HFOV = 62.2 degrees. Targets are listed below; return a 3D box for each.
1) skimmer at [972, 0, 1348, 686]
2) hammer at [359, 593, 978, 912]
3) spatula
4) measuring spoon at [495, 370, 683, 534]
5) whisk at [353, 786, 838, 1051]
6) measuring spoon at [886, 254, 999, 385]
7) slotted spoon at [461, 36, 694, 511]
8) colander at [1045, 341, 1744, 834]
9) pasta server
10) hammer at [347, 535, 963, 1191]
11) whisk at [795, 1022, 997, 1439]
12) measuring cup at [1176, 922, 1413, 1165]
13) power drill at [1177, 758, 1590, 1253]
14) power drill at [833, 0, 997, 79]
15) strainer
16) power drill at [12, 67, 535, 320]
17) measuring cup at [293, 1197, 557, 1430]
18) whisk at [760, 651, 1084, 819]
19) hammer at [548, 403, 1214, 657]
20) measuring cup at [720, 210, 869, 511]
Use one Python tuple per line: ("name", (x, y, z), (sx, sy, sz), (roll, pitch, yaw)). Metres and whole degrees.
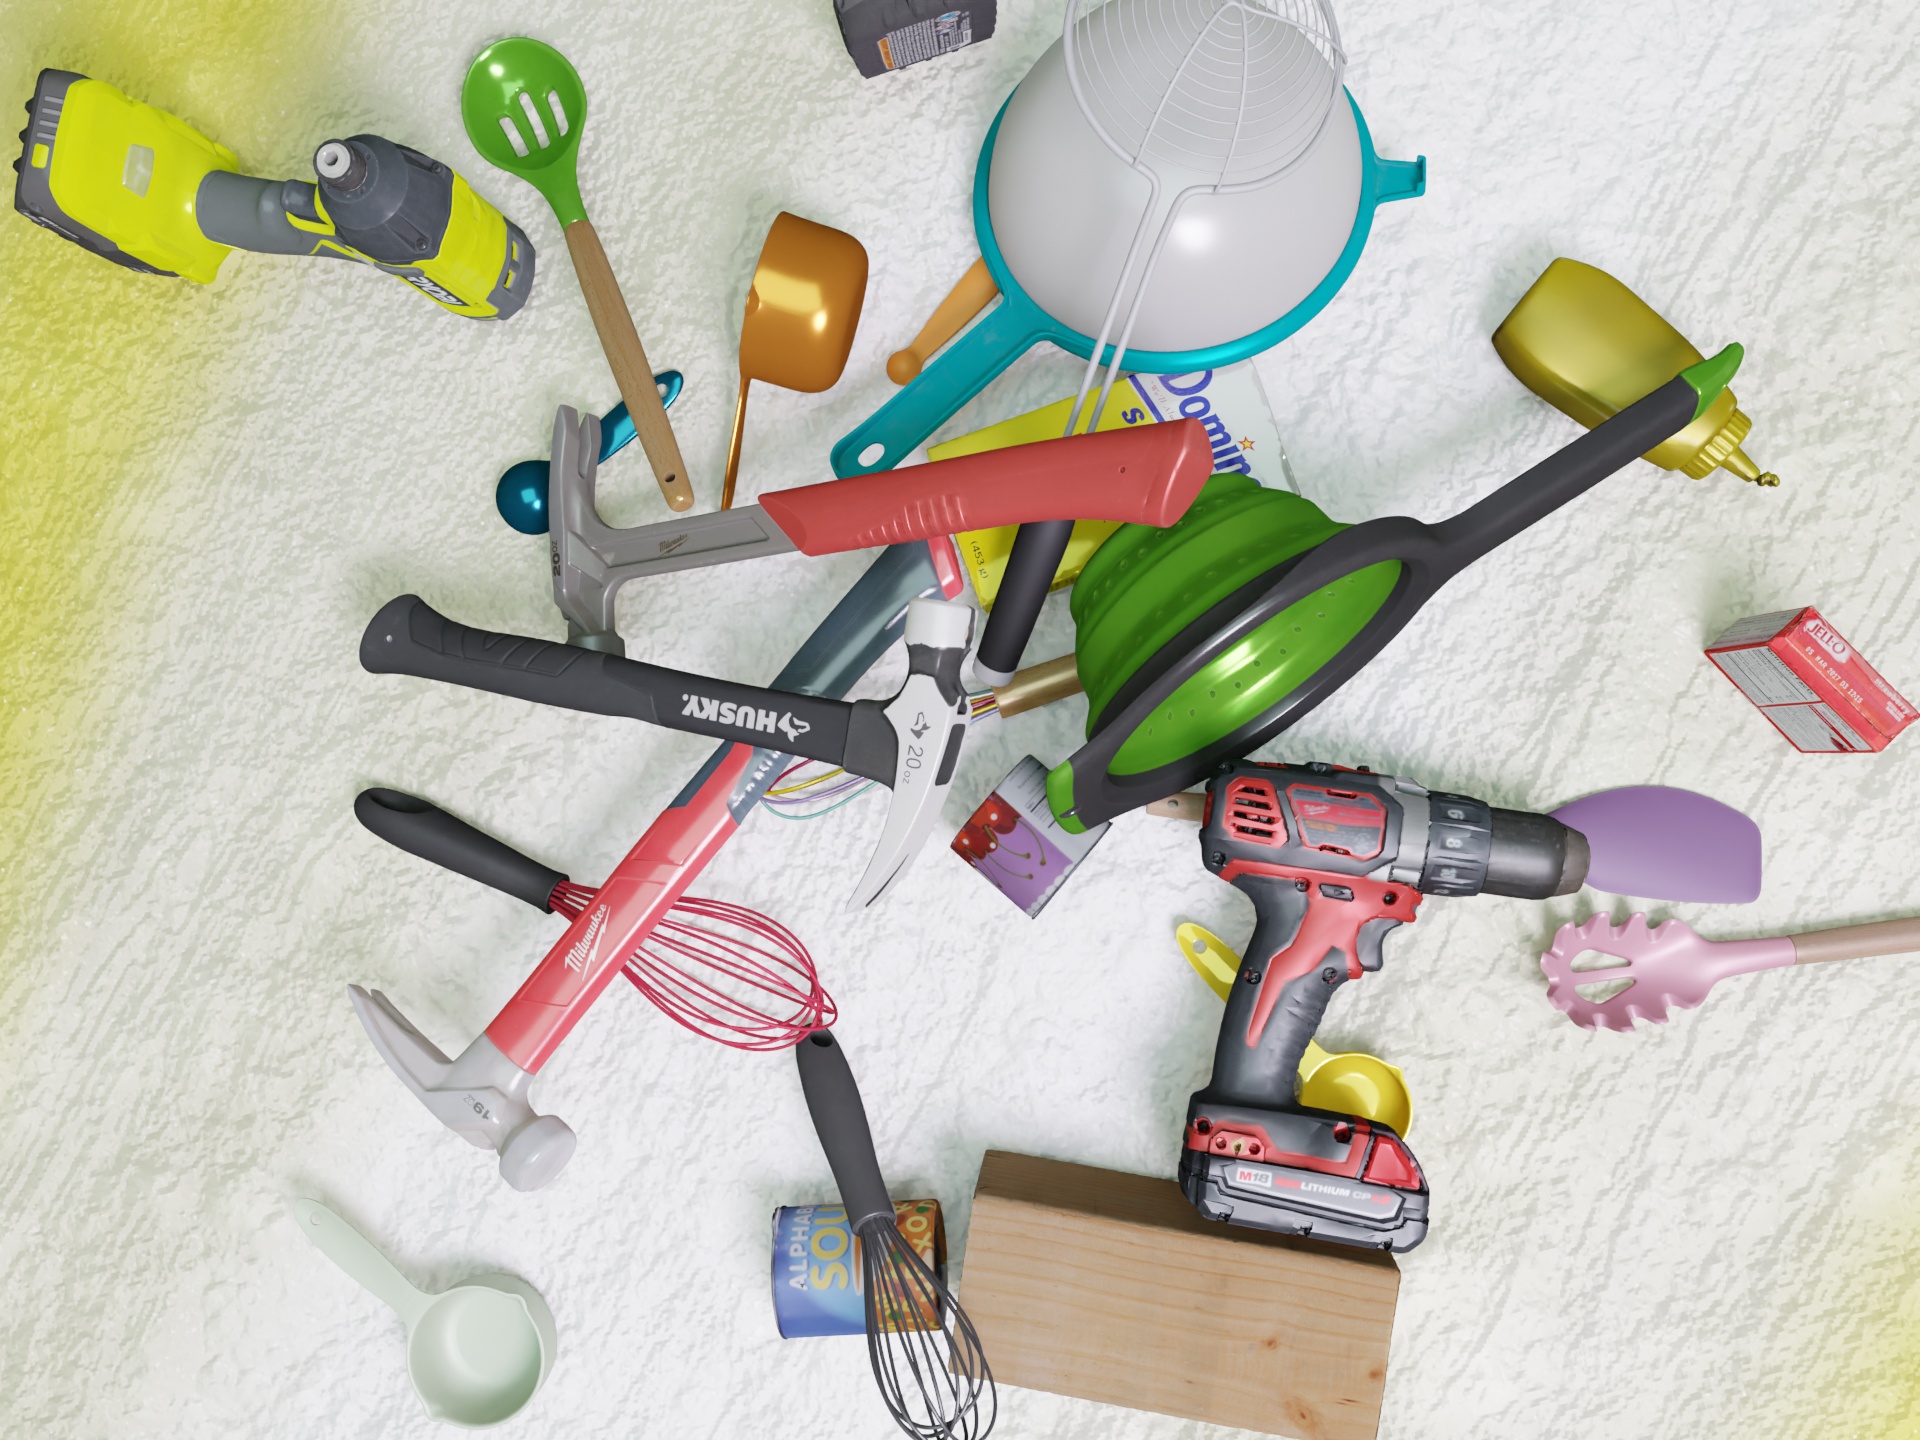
("skimmer", (0.069, -0.185, 0.756), (0.127, 0.090, 0.363), (14, 122, -8))
("hammer", (-0.156, -0.008, 0.777), (0.335, 0.035, 0.146), (11, 94, 21))
("spatula", (0.256, 0.055, 0.832), (0.316, 0.018, 0.060), (4, 78, 5))
("measuring spoon", (-0.205, -0.152, 0.877), (0.128, 0.021, 0.042), (-39, 85, 3))
("whisk", (-0.199, 0.101, 0.854), (0.296, 0.073, 0.073), (23, 90, 10))
("measuring spoon", (0.002, -0.229, 0.866), (0.021, 0.011, 0.117), (43, 92, 5))
("slotted spoon", (-0.195, -0.237, 0.836), (0.070, 0.031, 0.314), (-26, 68, 4))
("colander", (0.189, -0.095, 0.769), (0.397, 0.204, 0.095), (-32, 70, -3))
("pasta server", (0.450, 0.112, 0.803), (0.316, 0.040, 0.060), (-8, 77, 4))
("hammer", (-0.142, 0.040, 0.809), (0.143, 0.038, 0.386), (37, 84, 19))
("whisk", (-0.040, 0.246, 0.785), (0.055, 0.055, 0.239), (-29, 49, 4))
("measuring cup", (0.170, 0.165, 0.835), (0.062, 0.029, 0.156), (-44, 79, 1))
("power drill", (0.202, 0.136, 0.781), (0.188, 0.080, 0.227), (8, 83, 7))
("power drill", (-0.051, -0.458, 0.808), (0.080, 0.191, 0.228), (-17, 101, 4))
("strainer", (0.059, -0.246, 0.792), (0.340, 0.095, 0.211), (-42, 75, -5))
("power drill", (-0.356, -0.270, 0.823), (0.223, 0.171, 0.080), (11, 89, 9))
("measuring cup", (-0.291, 0.311, 0.864), (0.167, 0.038, 0.083), (37, 92, 7))
("whisk", (-0.001, -0.001, 0.845), (0.245, 0.047, 0.051), (-19, 86, 1))
("hammer", (-0.054, -0.109, 0.772), (0.359, 0.036, 0.149), (-6, 83, 28))
("measuring cup", (-0.090, -0.178, 0.848), (0.052, 0.095, 0.173), (14, 108, -1))
